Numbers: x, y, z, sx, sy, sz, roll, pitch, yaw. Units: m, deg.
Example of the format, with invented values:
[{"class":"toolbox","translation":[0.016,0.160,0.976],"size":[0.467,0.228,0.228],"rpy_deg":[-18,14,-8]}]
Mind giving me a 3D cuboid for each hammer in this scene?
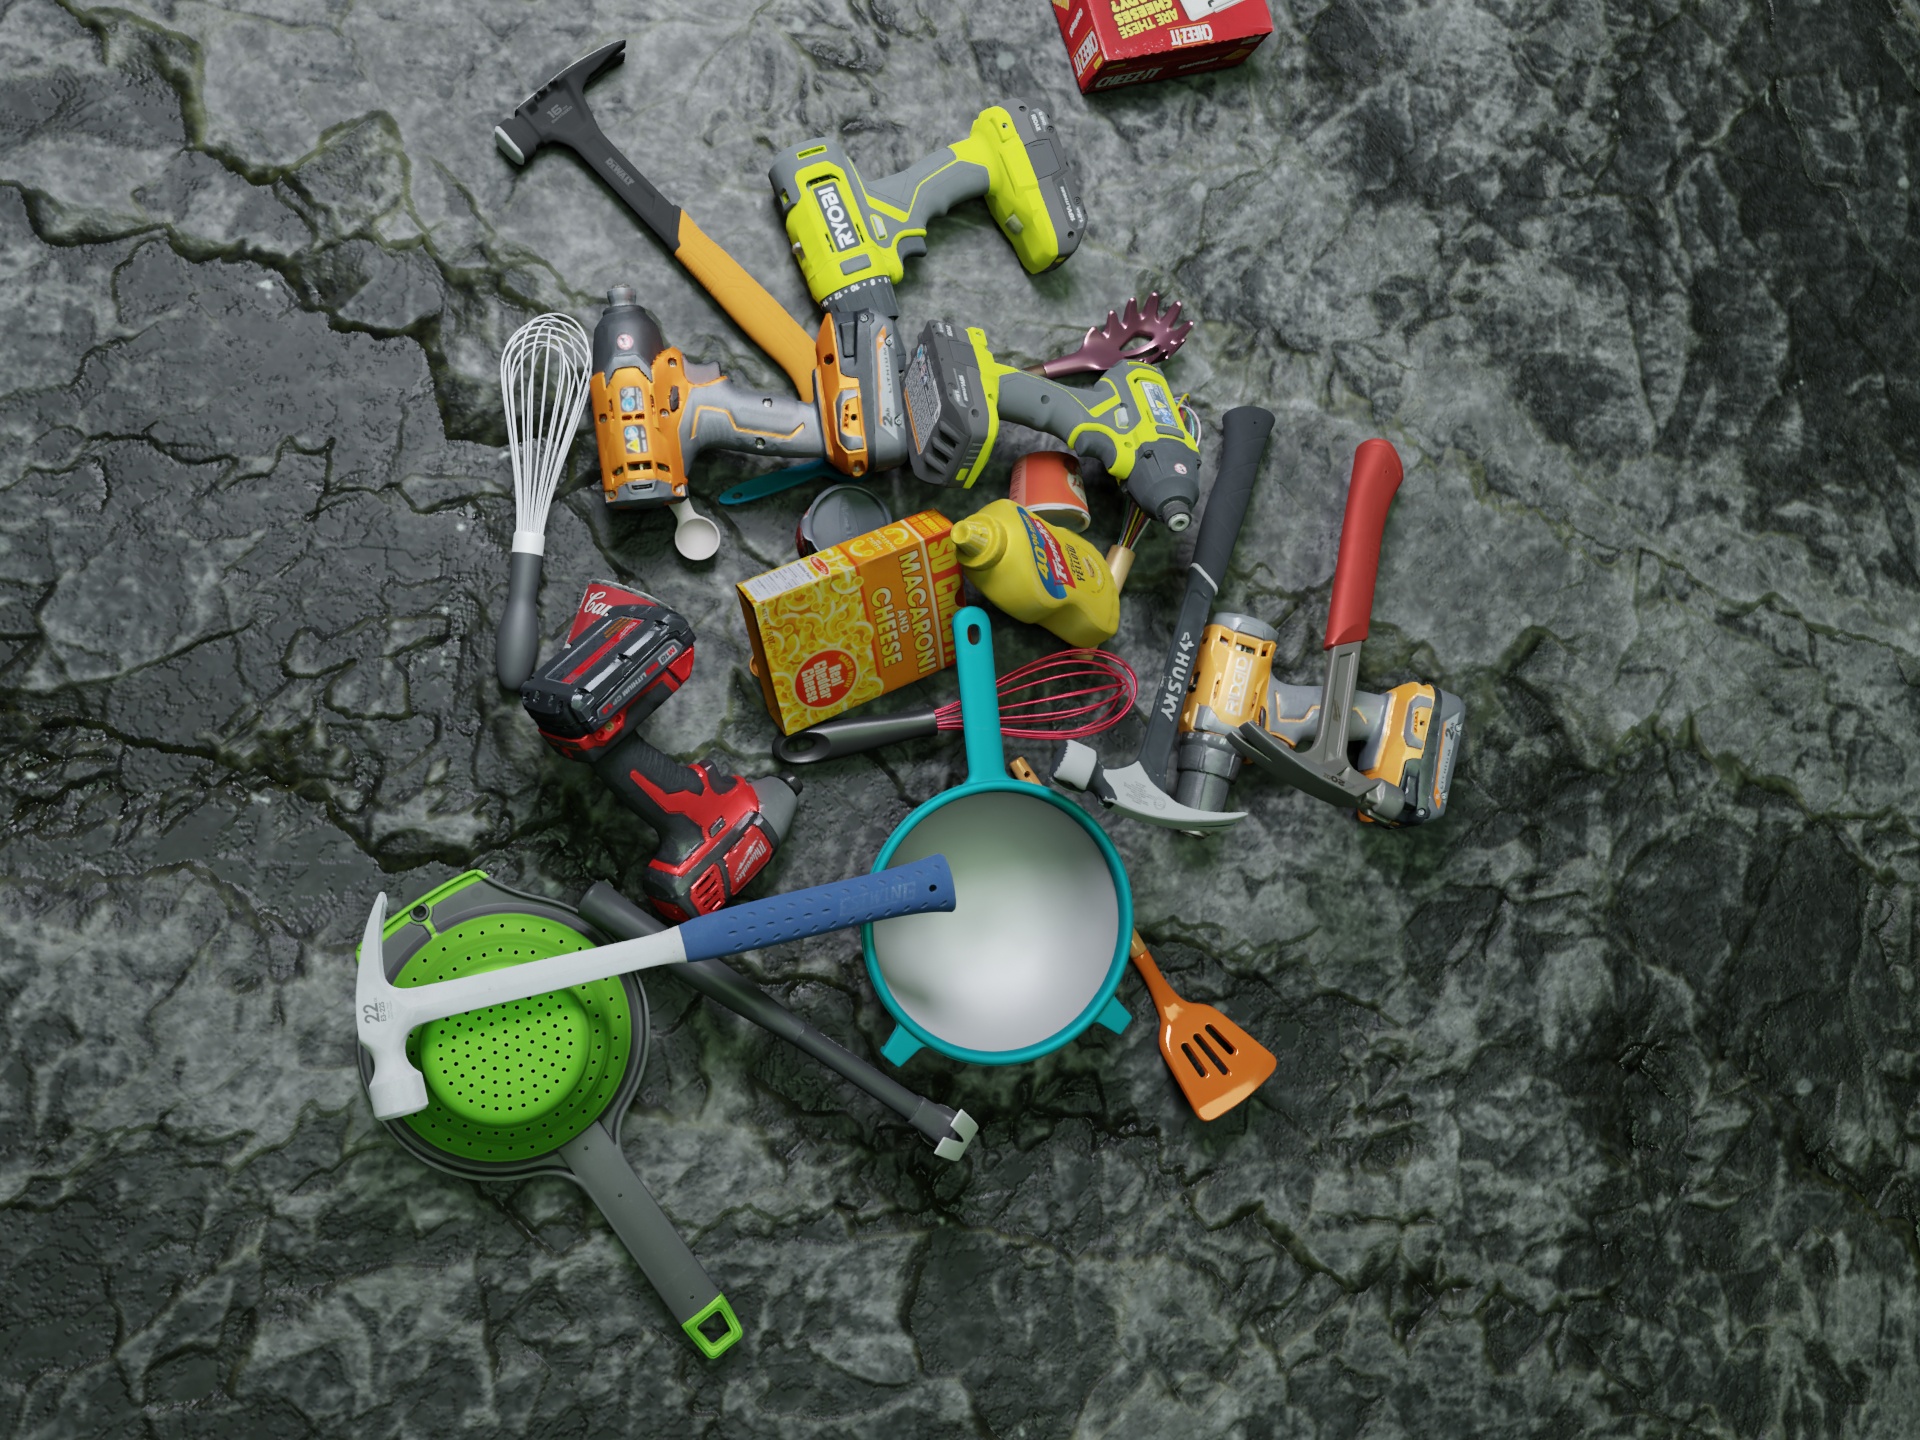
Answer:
[{"class":"hammer","translation":[0.308,-0.095,1.285],"size":[0.149,0.036,0.359],"rpy_deg":[27,56,-15]},{"class":"hammer","translation":[-0.200,-0.371,1.245],"size":[0.337,0.034,0.127],"rpy_deg":[46,75,-6]},{"class":"hammer","translation":[-0.131,0.219,1.155],"size":[0.334,0.146,0.035],"rpy_deg":[34,77,-2]},{"class":"hammer","translation":[0.194,-0.094,1.264],"size":[0.149,0.036,0.409],"rpy_deg":[24,61,-7]},{"class":"hammer","translation":[-0.201,0.149,1.083],"size":[0.405,0.035,0.144],"rpy_deg":[-12,85,-16]}]

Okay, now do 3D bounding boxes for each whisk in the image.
[{"class":"whisk","translation":[0.141,-0.162,1.312],"size":[0.051,0.047,0.245],"rpy_deg":[25,81,-14]},{"class":"whisk","translation":[-0.316,-0.162,1.179],"size":[0.070,0.070,0.284],"rpy_deg":[6,87,-15]},{"class":"whisk","translation":[-0.002,-0.004,1.248],"size":[0.296,0.073,0.073],"rpy_deg":[-11,87,-10]}]

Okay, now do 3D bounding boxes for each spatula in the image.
[{"class":"spatula","translation":[0.134,0.166,1.273],"size":[0.081,0.041,0.322],"rpy_deg":[-33,92,-16]}]

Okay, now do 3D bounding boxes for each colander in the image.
[{"class":"colander","translation":[-0.272,0.290,1.117],"size":[0.204,0.094,0.397],"rpy_deg":[-35,94,-16]}]

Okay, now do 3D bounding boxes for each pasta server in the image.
[{"class":"pasta server","translation":[0.044,-0.282,1.299],"size":[0.316,0.040,0.060],"rpy_deg":[-19,67,-16]}]

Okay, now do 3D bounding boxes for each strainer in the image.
[{"class":"strainer","translation":[0.012,0.087,1.214],"size":[0.211,0.095,0.340],"rpy_deg":[-5,88,-16]}]

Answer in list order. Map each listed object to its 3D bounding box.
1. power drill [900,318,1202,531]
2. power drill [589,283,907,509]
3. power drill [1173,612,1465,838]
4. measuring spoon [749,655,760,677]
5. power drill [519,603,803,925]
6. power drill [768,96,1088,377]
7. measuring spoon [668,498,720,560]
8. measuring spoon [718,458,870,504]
[{"class":"power drill","translation":[0.075,-0.222,1.218],"size":[0.223,0.080,0.171],"rpy_deg":[7,47,-22]},{"class":"power drill","translation":[-0.162,-0.250,1.188],"size":[0.226,0.084,0.164],"rpy_deg":[-8,95,-7]},{"class":"power drill","translation":[0.286,0.028,1.312],"size":[0.226,0.084,0.185],"rpy_deg":[17,79,-8]},{"class":"measuring spoon","translation":[-0.113,-0.061,1.248],"size":[0.117,0.011,0.021],"rpy_deg":[-25,91,-20]},{"class":"power drill","translation":[-0.201,0.030,1.140],"size":[0.143,0.079,0.219],"rpy_deg":[-46,126,-27]},{"class":"power drill","translation":[-0.020,-0.388,1.277],"size":[0.228,0.080,0.190],"rpy_deg":[-23,95,-15]},{"class":"measuring spoon","translation":[-0.223,-0.178,1.229],"size":[0.034,0.018,0.124],"rpy_deg":[-27,84,-12]},{"class":"measuring spoon","translation":[-0.127,-0.187,1.254],"size":[0.128,0.021,0.042],"rpy_deg":[-19,53,-8]}]
